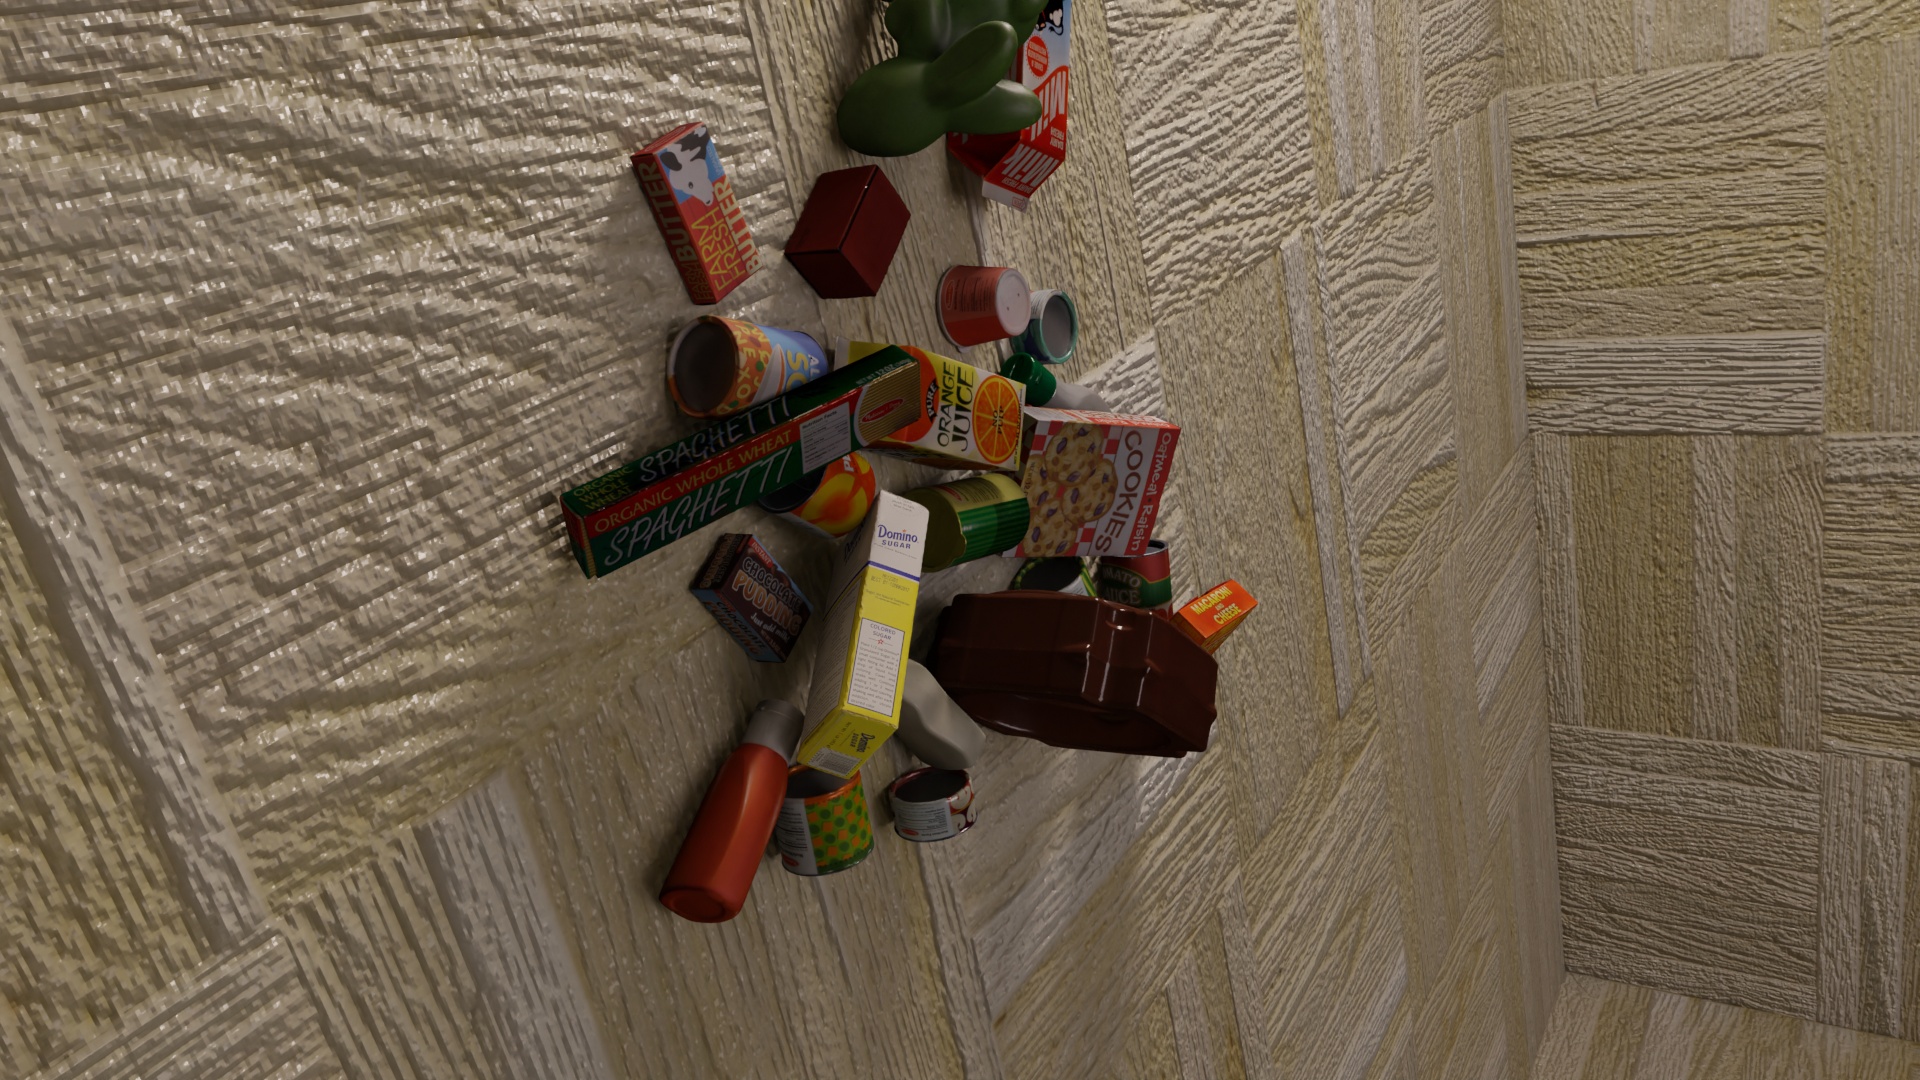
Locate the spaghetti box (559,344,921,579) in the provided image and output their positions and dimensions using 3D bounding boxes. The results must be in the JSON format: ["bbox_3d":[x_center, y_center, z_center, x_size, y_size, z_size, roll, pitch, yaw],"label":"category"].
[{"bbox_3d":[-0.129,-0.053,0.862,0.251,0.029,0.049,-29,139,-30],"label":"spaghetti box"}]

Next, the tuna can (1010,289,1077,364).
[{"bbox_3d":[0.075,-0.185,1.223,0.071,0.033,0.071,-4,95,-55],"label":"tuna can"}]

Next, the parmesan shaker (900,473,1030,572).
[{"bbox_3d":[0.004,-0.014,1.098,0.103,0.071,0.071,-14,103,-54],"label":"parmesan shaker"}]

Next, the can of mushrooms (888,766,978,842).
[{"bbox_3d":[-0.021,0.203,1.080,0.071,0.071,0.033,-30,116,-50],"label":"can of mushrooms"}]

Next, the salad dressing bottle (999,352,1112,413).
[{"bbox_3d":[0.088,-0.119,1.237,0.147,0.044,0.064,33,76,-50],"label":"salad dressing bottle"}]

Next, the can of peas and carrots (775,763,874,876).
[{"bbox_3d":[-0.096,0.191,0.970,0.071,0.071,0.058,-29,115,-51],"label":"can of peas and carrots"}]

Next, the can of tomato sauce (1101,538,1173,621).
[{"bbox_3d":[0.170,0.046,1.345,0.071,0.071,0.083,-24,112,-52],"label":"can of tomato sauce"}]

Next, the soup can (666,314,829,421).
[{"bbox_3d":[-0.134,-0.106,0.894,0.084,0.071,0.071,1,91,-55],"label":"soup can"}]

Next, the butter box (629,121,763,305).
[{"bbox_3d":[-0.166,-0.207,0.884,0.053,0.024,0.103,-50,131,-42],"label":"butter box"}]

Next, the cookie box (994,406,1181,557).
[{"bbox_3d":[0.105,-0.048,1.192,0.168,0.040,0.122,0,112,-38],"label":"cookie box"}]

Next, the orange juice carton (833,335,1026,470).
[{"bbox_3d":[-0.034,-0.099,1.037,0.193,0.073,0.072,9,84,-55],"label":"orange juice carton"}]

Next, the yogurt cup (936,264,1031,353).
[{"bbox_3d":[0.021,-0.192,1.128,0.072,0.054,0.072,-3,94,-55],"label":"yogurt cup"}]

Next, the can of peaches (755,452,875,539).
[{"bbox_3d":[-0.099,-0.042,0.950,0.058,0.071,0.071,32,66,-52],"label":"can of peaches"}]

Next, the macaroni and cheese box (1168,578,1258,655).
[{"bbox_3d":[0.198,0.117,1.325,0.124,0.040,0.165,-21,152,-53],"label":"macaroni and cheese box"}]

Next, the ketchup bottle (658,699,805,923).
[{"bbox_3d":[-0.143,0.173,0.909,0.043,0.064,0.149,42,47,-26],"label":"ketchup bottle"}]

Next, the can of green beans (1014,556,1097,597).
[{"bbox_3d":[0.087,0.051,1.225,0.071,0.071,0.057,-53,132,-39],"label":"can of green beans"}]

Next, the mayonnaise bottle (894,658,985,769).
[{"bbox_3d":[-0.040,0.119,1.053,0.147,0.064,0.041,54,52,-37],"label":"mayonnaise bottle"}]

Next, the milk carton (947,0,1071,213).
[{"bbox_3d":[0.040,-0.367,1.127,0.072,0.073,0.190,2,91,-55],"label":"milk carton"}]

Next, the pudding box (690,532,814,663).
[{"bbox_3d":[-0.138,0.039,0.932,0.083,0.030,0.050,57,47,-40],"label":"pudding box"}]

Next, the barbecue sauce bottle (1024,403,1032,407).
[{"bbox_3d":[0.079,-0.060,1.226,0.065,0.044,0.148,-57,135,-20],"label":"barbecue sauce bottle"}]
